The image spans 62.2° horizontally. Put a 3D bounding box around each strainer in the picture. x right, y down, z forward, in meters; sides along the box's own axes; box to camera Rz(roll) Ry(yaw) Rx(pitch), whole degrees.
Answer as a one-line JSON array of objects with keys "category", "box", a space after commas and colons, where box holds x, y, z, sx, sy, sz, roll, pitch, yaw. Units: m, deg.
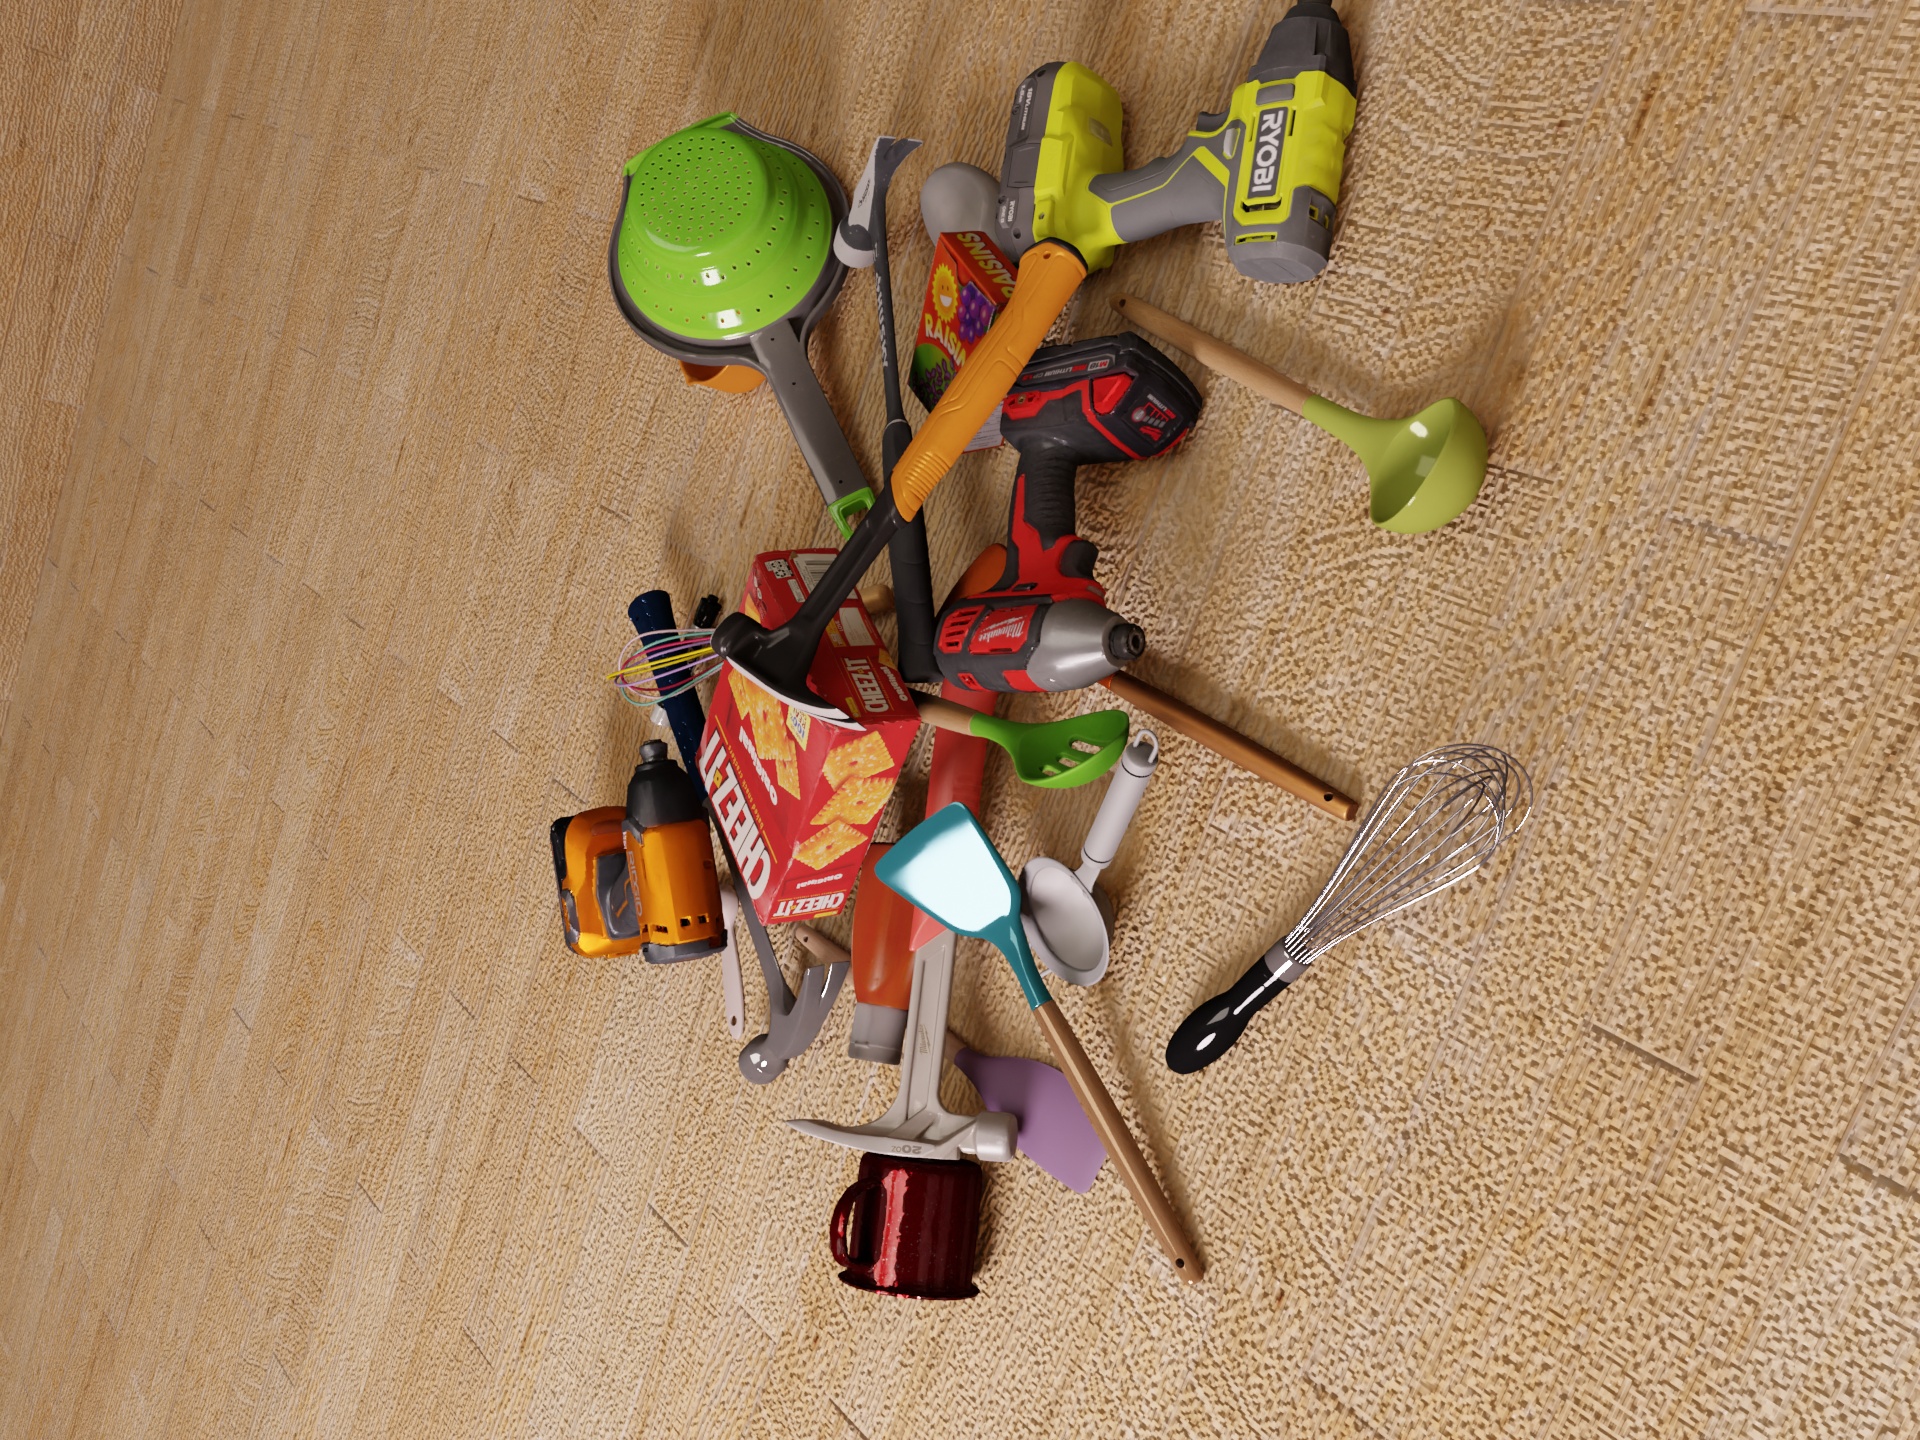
[{"category": "strainer", "box": [0.082, 0.083, 0.946, 0.087, 0.050, 0.258, 52, 150, 24]}]

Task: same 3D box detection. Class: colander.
[{"category": "colander", "box": [-0.157, -0.317, 1.212, 0.204, 0.094, 0.397, -26, 74, 2]}]

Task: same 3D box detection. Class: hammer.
[{"category": "hammer", "box": [-0.020, 0.104, 1.058, 0.149, 0.036, 0.359, 4, 78, 13]}, {"category": "hammer", "box": [-0.020, -0.154, 0.986, 0.127, 0.034, 0.337, 32, 86, 37]}, {"category": "hammer", "box": [-0.186, 0.067, 1.236, 0.144, 0.035, 0.406, -49, 54, 43]}, {"category": "hammer", "box": [-0.043, -0.214, 1.099, 0.149, 0.036, 0.409, 127, 140, -63]}]

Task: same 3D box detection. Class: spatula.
[{"category": "spatula", "box": [-0.015, 0.215, 1.089, 0.316, 0.018, 0.060, 29, 98, 41]}, {"category": "spatula", "box": [0.057, 0.200, 0.973, 0.082, 0.044, 0.318, -39, 69, 24]}, {"category": "spatula", "box": [0.111, -0.018, 0.989, 0.323, 0.041, 0.081, 32, 85, 40]}]

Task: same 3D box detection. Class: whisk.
[{"category": "whisk", "box": [0.200, 0.112, 0.876, 0.284, 0.070, 0.070, -51, 53, 32]}, {"category": "whisk", "box": [-0.164, -0.061, 1.211, 0.245, 0.047, 0.051, -15, 61, 19]}]

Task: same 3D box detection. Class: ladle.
[{"category": "ladle", "box": [0.182, -0.200, 0.942, 0.320, 0.062, 0.078, 43, 110, 42]}]

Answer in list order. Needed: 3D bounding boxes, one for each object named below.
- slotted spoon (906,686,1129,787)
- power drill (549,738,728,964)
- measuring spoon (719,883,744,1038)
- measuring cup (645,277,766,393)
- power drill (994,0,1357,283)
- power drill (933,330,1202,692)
[{"category": "slotted spoon", "box": [-0.002, -0.003, 1.021, 0.070, 0.031, 0.314, -40, 31, -23]}, {"category": "power drill", "box": [-0.252, 0.106, 1.237, 0.226, 0.084, 0.164, -16, 82, 60]}, {"category": "measuring spoon", "box": [-0.187, 0.190, 1.258, 0.034, 0.018, 0.124, -23, 69, 39]}, {"category": "measuring cup", "box": [-0.212, -0.335, 1.342, 0.174, 0.052, 0.095, 40, 111, 42]}, {"category": "power drill", "box": [0.137, -0.360, 0.998, 0.223, 0.080, 0.171, 8, 89, 40]}, {"category": "power drill", "box": [0.070, -0.121, 0.984, 0.143, 0.078, 0.220, 1, 70, 44]}]
